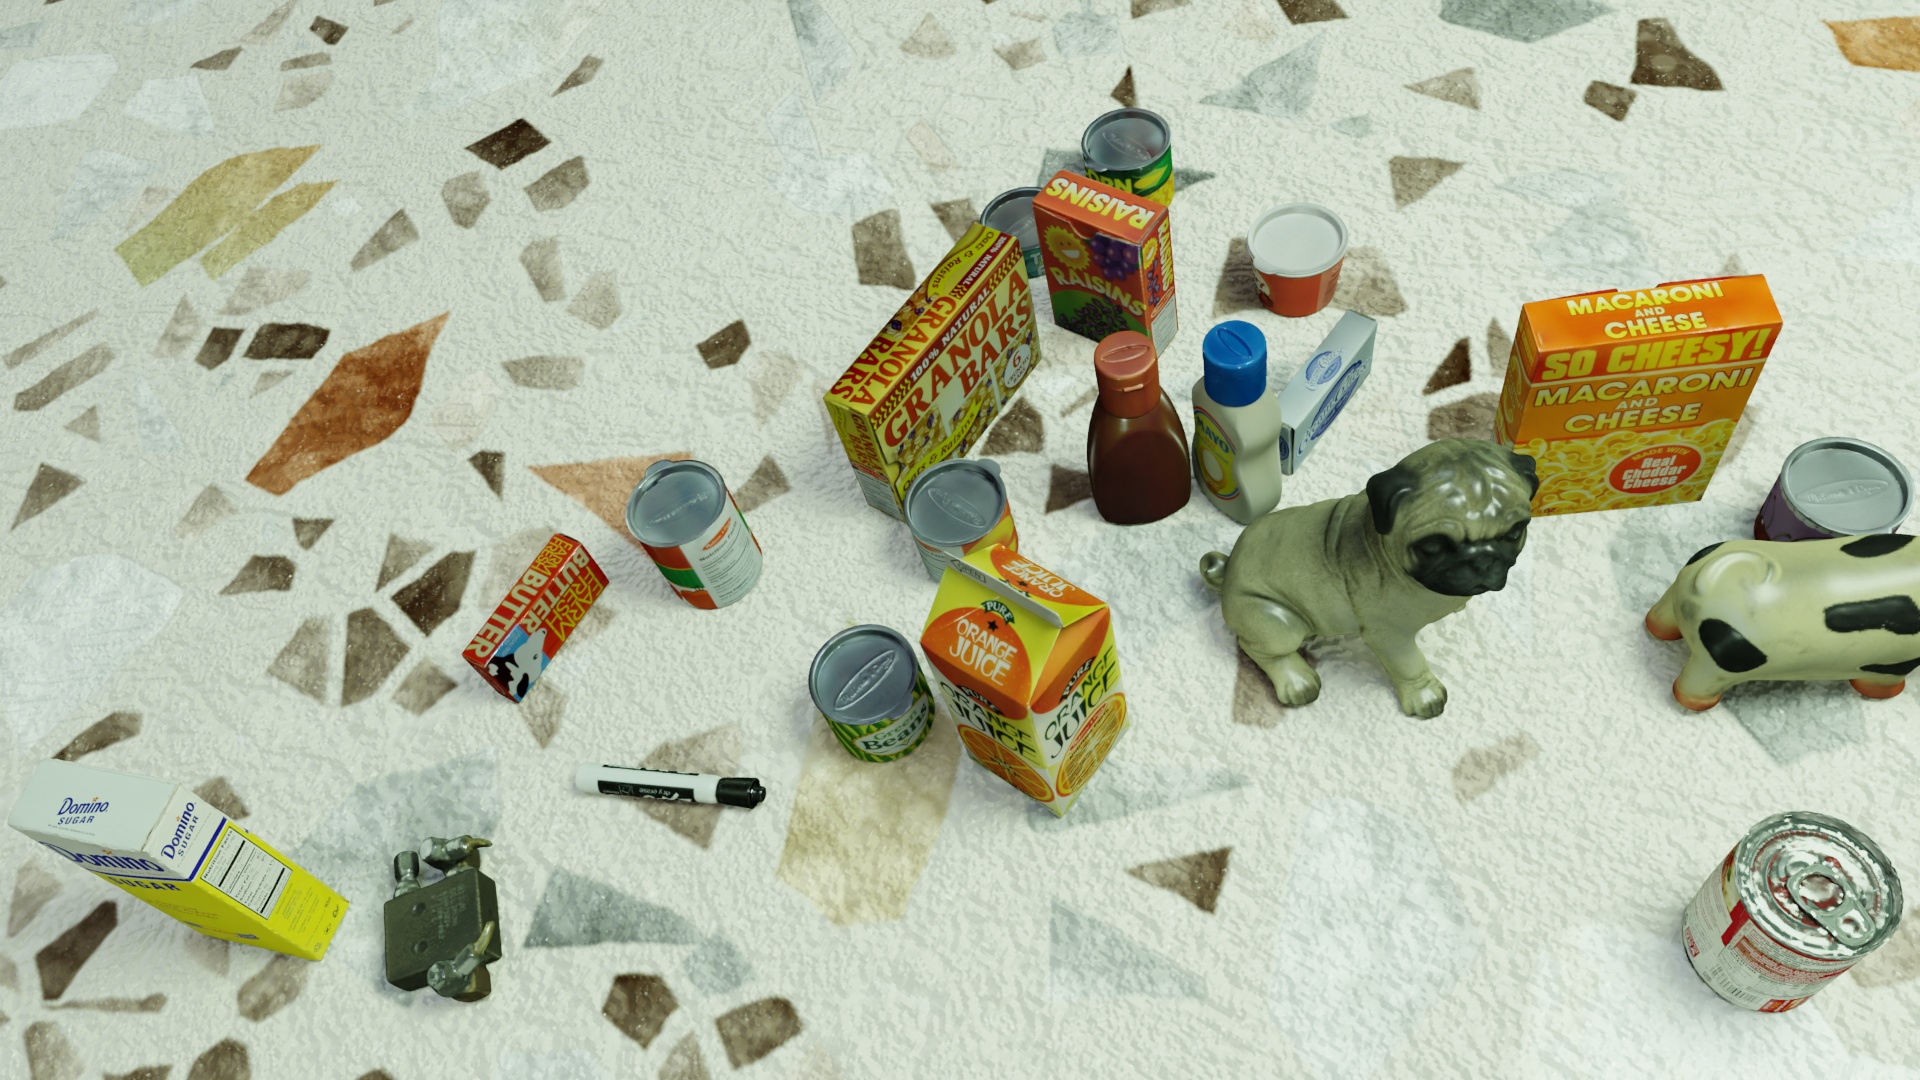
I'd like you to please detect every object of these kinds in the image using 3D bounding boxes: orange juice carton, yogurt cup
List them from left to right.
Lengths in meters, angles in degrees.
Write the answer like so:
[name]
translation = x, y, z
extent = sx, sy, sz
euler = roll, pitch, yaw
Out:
[orange juice carton]
translation = 0.036, 0.070, 0.752
extent = 0.072, 0.191, 0.073
euler = 30, 68, 27
[yogurt cup]
translation = 0.233, -0.193, 0.965
extent = 0.072, 0.053, 0.073
euler = -5, 57, 9

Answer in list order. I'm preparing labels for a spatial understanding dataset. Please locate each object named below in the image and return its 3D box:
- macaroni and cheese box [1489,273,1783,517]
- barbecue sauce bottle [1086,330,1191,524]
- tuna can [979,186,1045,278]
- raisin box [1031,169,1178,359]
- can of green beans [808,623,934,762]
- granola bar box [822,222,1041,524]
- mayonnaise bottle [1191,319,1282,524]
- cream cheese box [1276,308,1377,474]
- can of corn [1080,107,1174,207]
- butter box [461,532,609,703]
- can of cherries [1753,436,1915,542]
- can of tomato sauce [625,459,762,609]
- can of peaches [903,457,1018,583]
[macaroni and cheese box]
translation = 0.374, -0.077, 0.792
extent = 0.124, 0.165, 0.040
euler = -6, 57, 8
[barbecue sauce bottle]
translation = 0.107, -0.067, 0.853
extent = 0.065, 0.148, 0.044
euler = -13, 56, 4
[tuna can]
translation = 0.051, -0.229, 1.039
extent = 0.071, 0.032, 0.071
euler = -5, 57, 8
[raisin box]
translation = 0.100, -0.185, 0.946
extent = 0.086, 0.123, 0.040
euler = 28, 67, 26
[can of green beans]
translation = -0.052, 0.093, 0.837
extent = 0.071, 0.057, 0.071
euler = -5, 57, 9
[granola bar box]
translation = -0.012, -0.109, 0.920
extent = 0.039, 0.123, 0.166
euler = 27, 67, 26
[mayonnaise bottle]
translation = 0.167, -0.073, 0.844
extent = 0.041, 0.147, 0.065
euler = -33, 57, -9
[cream cheese box]
translation = 0.233, -0.096, 0.902
extent = 0.024, 0.053, 0.104
euler = 31, 68, 27
[can of corn]
translation = 0.124, -0.278, 1.040
extent = 0.071, 0.058, 0.071
euler = -5, 57, 9
[butter box]
translation = -0.278, 0.050, 0.915
extent = 0.024, 0.053, 0.104
euler = 21, 64, 23
[can of cherries]
translation = 0.496, -0.014, 0.791
extent = 0.071, 0.058, 0.072
euler = -5, 57, 9
[can of tomato sauce]
translation = -0.174, -0.004, 0.910
extent = 0.071, 0.082, 0.071
euler = -6, 57, 9
[can of peaches]
translation = 0.003, -0.011, 0.893
extent = 0.071, 0.057, 0.071
euler = -5, 57, 9
